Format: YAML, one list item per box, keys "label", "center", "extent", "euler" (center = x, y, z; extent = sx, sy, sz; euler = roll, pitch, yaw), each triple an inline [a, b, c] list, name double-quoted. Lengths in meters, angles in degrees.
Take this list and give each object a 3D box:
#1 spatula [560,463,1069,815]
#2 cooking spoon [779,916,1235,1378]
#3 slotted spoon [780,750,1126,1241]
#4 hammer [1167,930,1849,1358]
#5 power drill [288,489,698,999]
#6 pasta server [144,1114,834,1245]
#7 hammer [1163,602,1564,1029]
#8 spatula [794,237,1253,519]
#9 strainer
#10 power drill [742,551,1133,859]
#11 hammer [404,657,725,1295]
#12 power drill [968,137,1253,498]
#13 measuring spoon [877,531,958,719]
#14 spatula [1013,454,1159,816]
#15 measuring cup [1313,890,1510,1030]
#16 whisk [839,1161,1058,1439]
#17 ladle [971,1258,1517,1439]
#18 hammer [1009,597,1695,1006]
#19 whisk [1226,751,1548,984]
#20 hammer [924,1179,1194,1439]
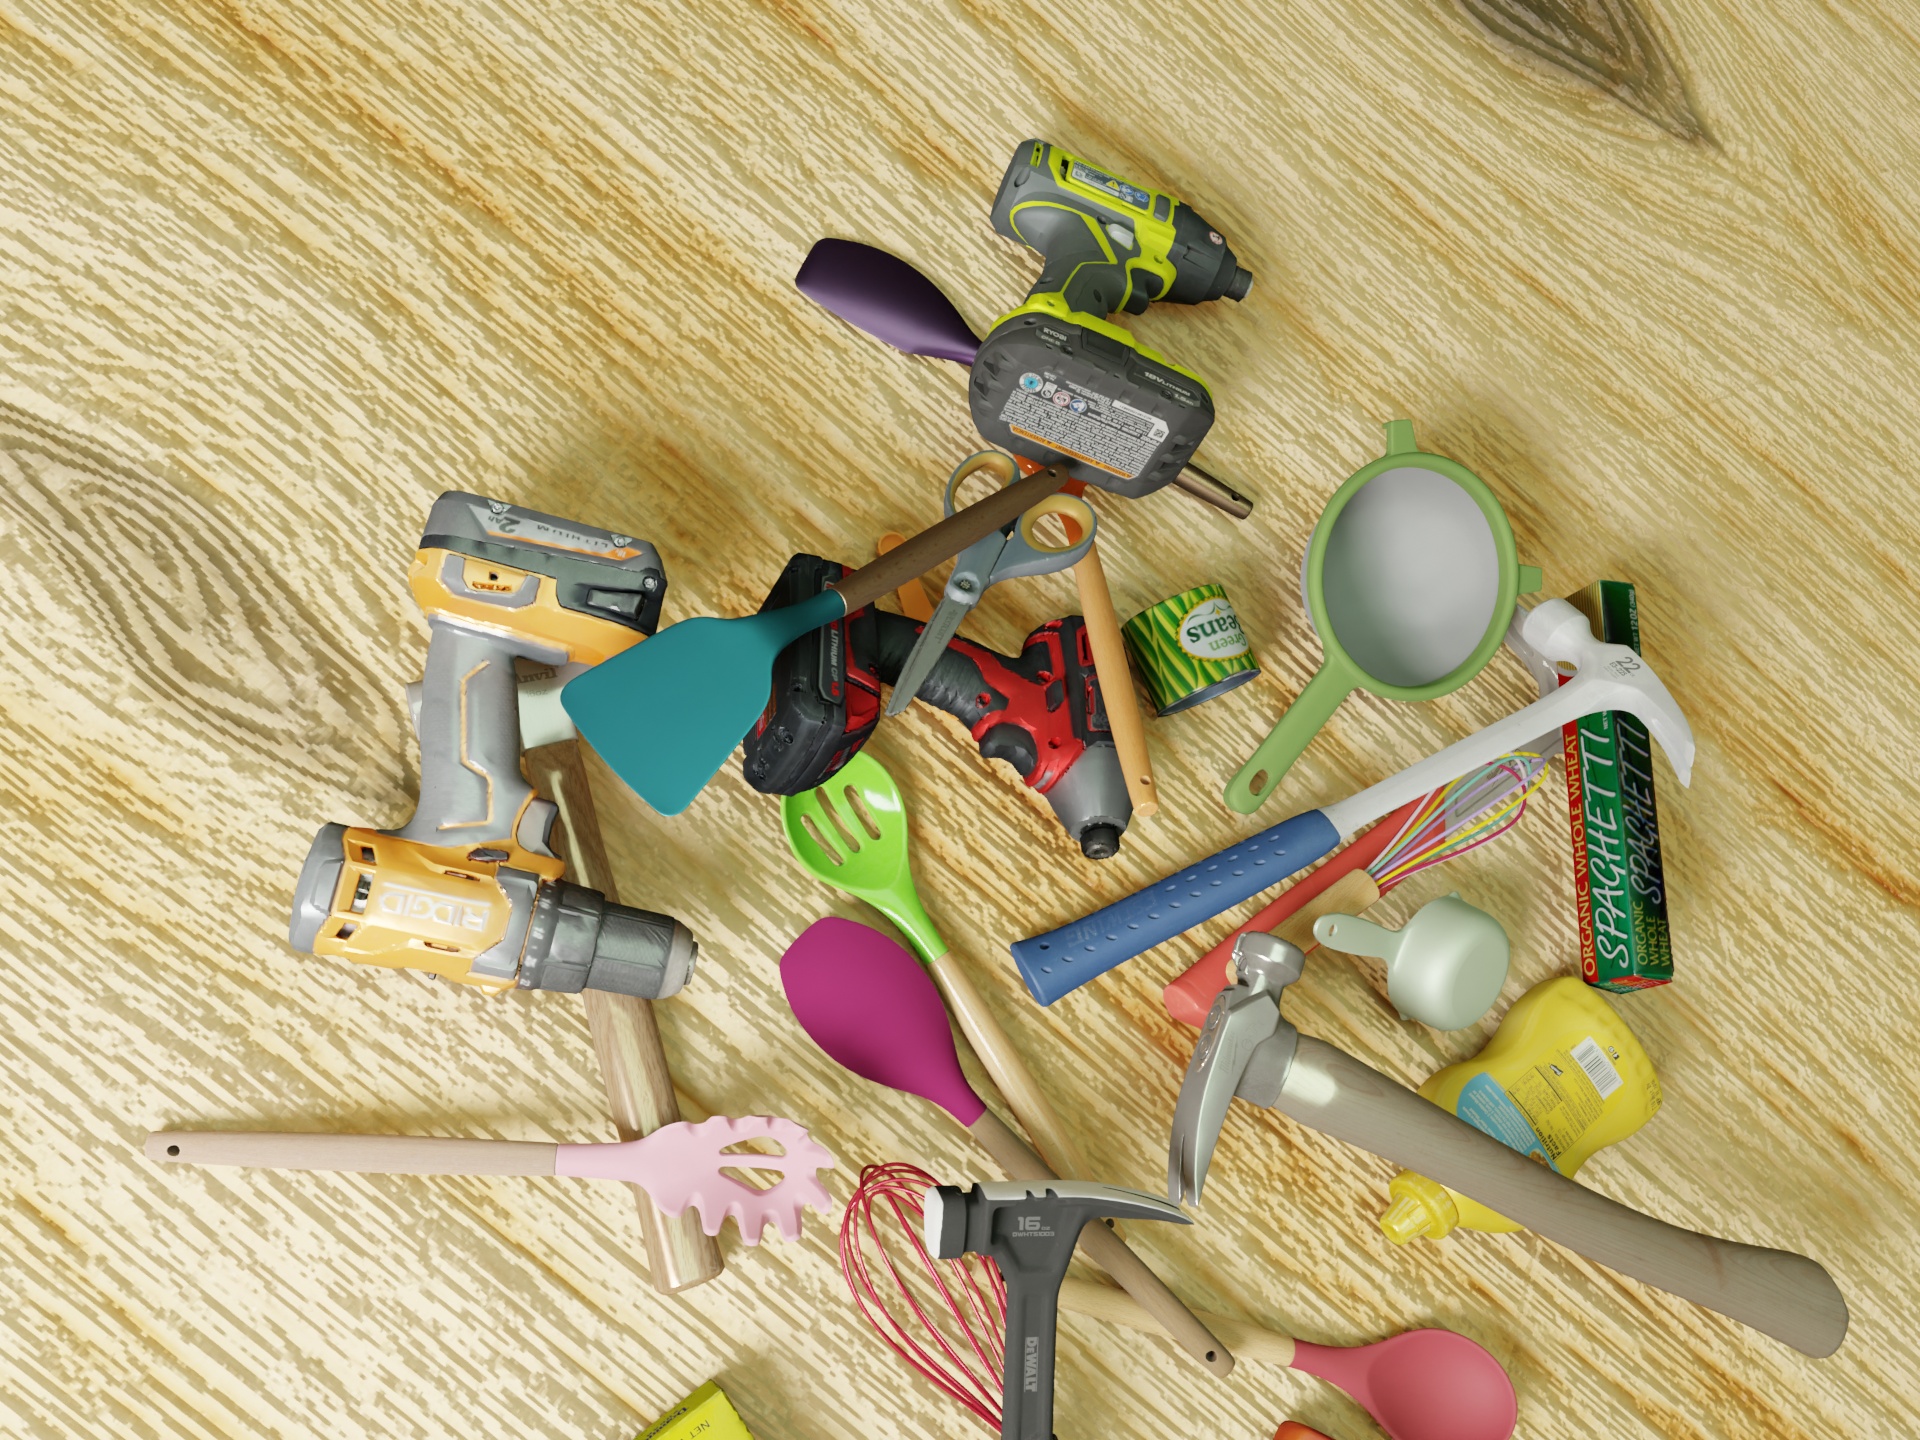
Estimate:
- label: "spatula"
  center: [-0.049, -0.063, 0.797]
  extent: [0.082, 0.044, 0.317]
  euler: [45, 50, 14]
- label: "cooking spoon"
  center: [0.027, 0.227, 0.836]
  extent: [0.319, 0.017, 0.069]
  euler: [45, 90, 2]
- label: "slotted spoon"
  center: [-0.001, 0.151, 0.862]
  extent: [0.070, 0.031, 0.314]
  euler: [-32, 88, -23]
- label: "hammer"
  center: [0.304, 0.263, 0.857]
  extent: [0.410, 0.038, 0.146]
  euler: [27, 71, -10]
- label: "power drill"
  center: [-0.202, 0.021, 0.773]
  extent: [0.185, 0.084, 0.226]
  euler: [15, 76, -13]
- label: "pasta server"
  center: [-0.218, 0.207, 0.747]
  extent: [0.316, 0.040, 0.060]
  euler: [4, 90, -7]
- label: "hammer"
  center: [0.259, 0.068, 0.962]
  extent: [0.359, 0.036, 0.149]
  euler: [-31, 86, -23]
- label: "spatula"
  center: [0.045, -0.208, 0.983]
  extent: [0.316, 0.018, 0.060]
  euler: [29, 66, -7]
- label: "strainer"
  center: [0.232, -0.048, 0.978]
  extent: [0.151, 0.069, 0.256]
  euler: [42, 81, -18]
- label: "power drill"
  center: [-0.001, -0.003, 0.856]
  extent: [0.219, 0.078, 0.143]
  euler: [11, 55, -24]
- label: "hammer"
  center: [-0.178, 0.121, 0.811]
  extent: [0.130, 0.031, 0.331]
  euler: [-14, 80, -20]
- label: "power drill"
  center: [0.093, -0.245, 0.953]
  extent: [0.171, 0.080, 0.223]
  euler: [21, 50, -10]
- label: "measuring spoon"
  center: [-0.023, -0.054, 0.923]
  extent: [0.021, 0.011, 0.117]
  euler: [-18, 84, -26]
- label: "spatula"
  center: [0.075, -0.087, 0.896]
  extent: [0.081, 0.041, 0.323]
  euler: [1, 52, -14]
- label: "measuring cup"
  center: [0.257, 0.134, 0.898]
  extent: [0.167, 0.038, 0.083]
  euler: [19, 94, -43]
- label: "whisk"
  center: [0.028, 0.350, 0.798]
  extent: [0.073, 0.073, 0.296]
  euler: [-33, 92, -23]
- label: "ladle"
  center: [0.154, 0.336, 0.858]
  extent: [0.315, 0.031, 0.069]
  euler: [19, 67, -10]
- label: "hammer"
  center: [0.219, 0.058, 0.895]
  extent: [0.405, 0.035, 0.144]
  euler: [-25, 44, -9]
- label: "whisk"
  center: [0.247, 0.083, 0.917]
  extent: [0.245, 0.051, 0.047]
  euler: [-32, 53, -19]
- label: "hammer"
  center: [0.038, 0.388, 0.754]
  extent: [0.127, 0.034, 0.337]
  euler: [3, 89, -12]
